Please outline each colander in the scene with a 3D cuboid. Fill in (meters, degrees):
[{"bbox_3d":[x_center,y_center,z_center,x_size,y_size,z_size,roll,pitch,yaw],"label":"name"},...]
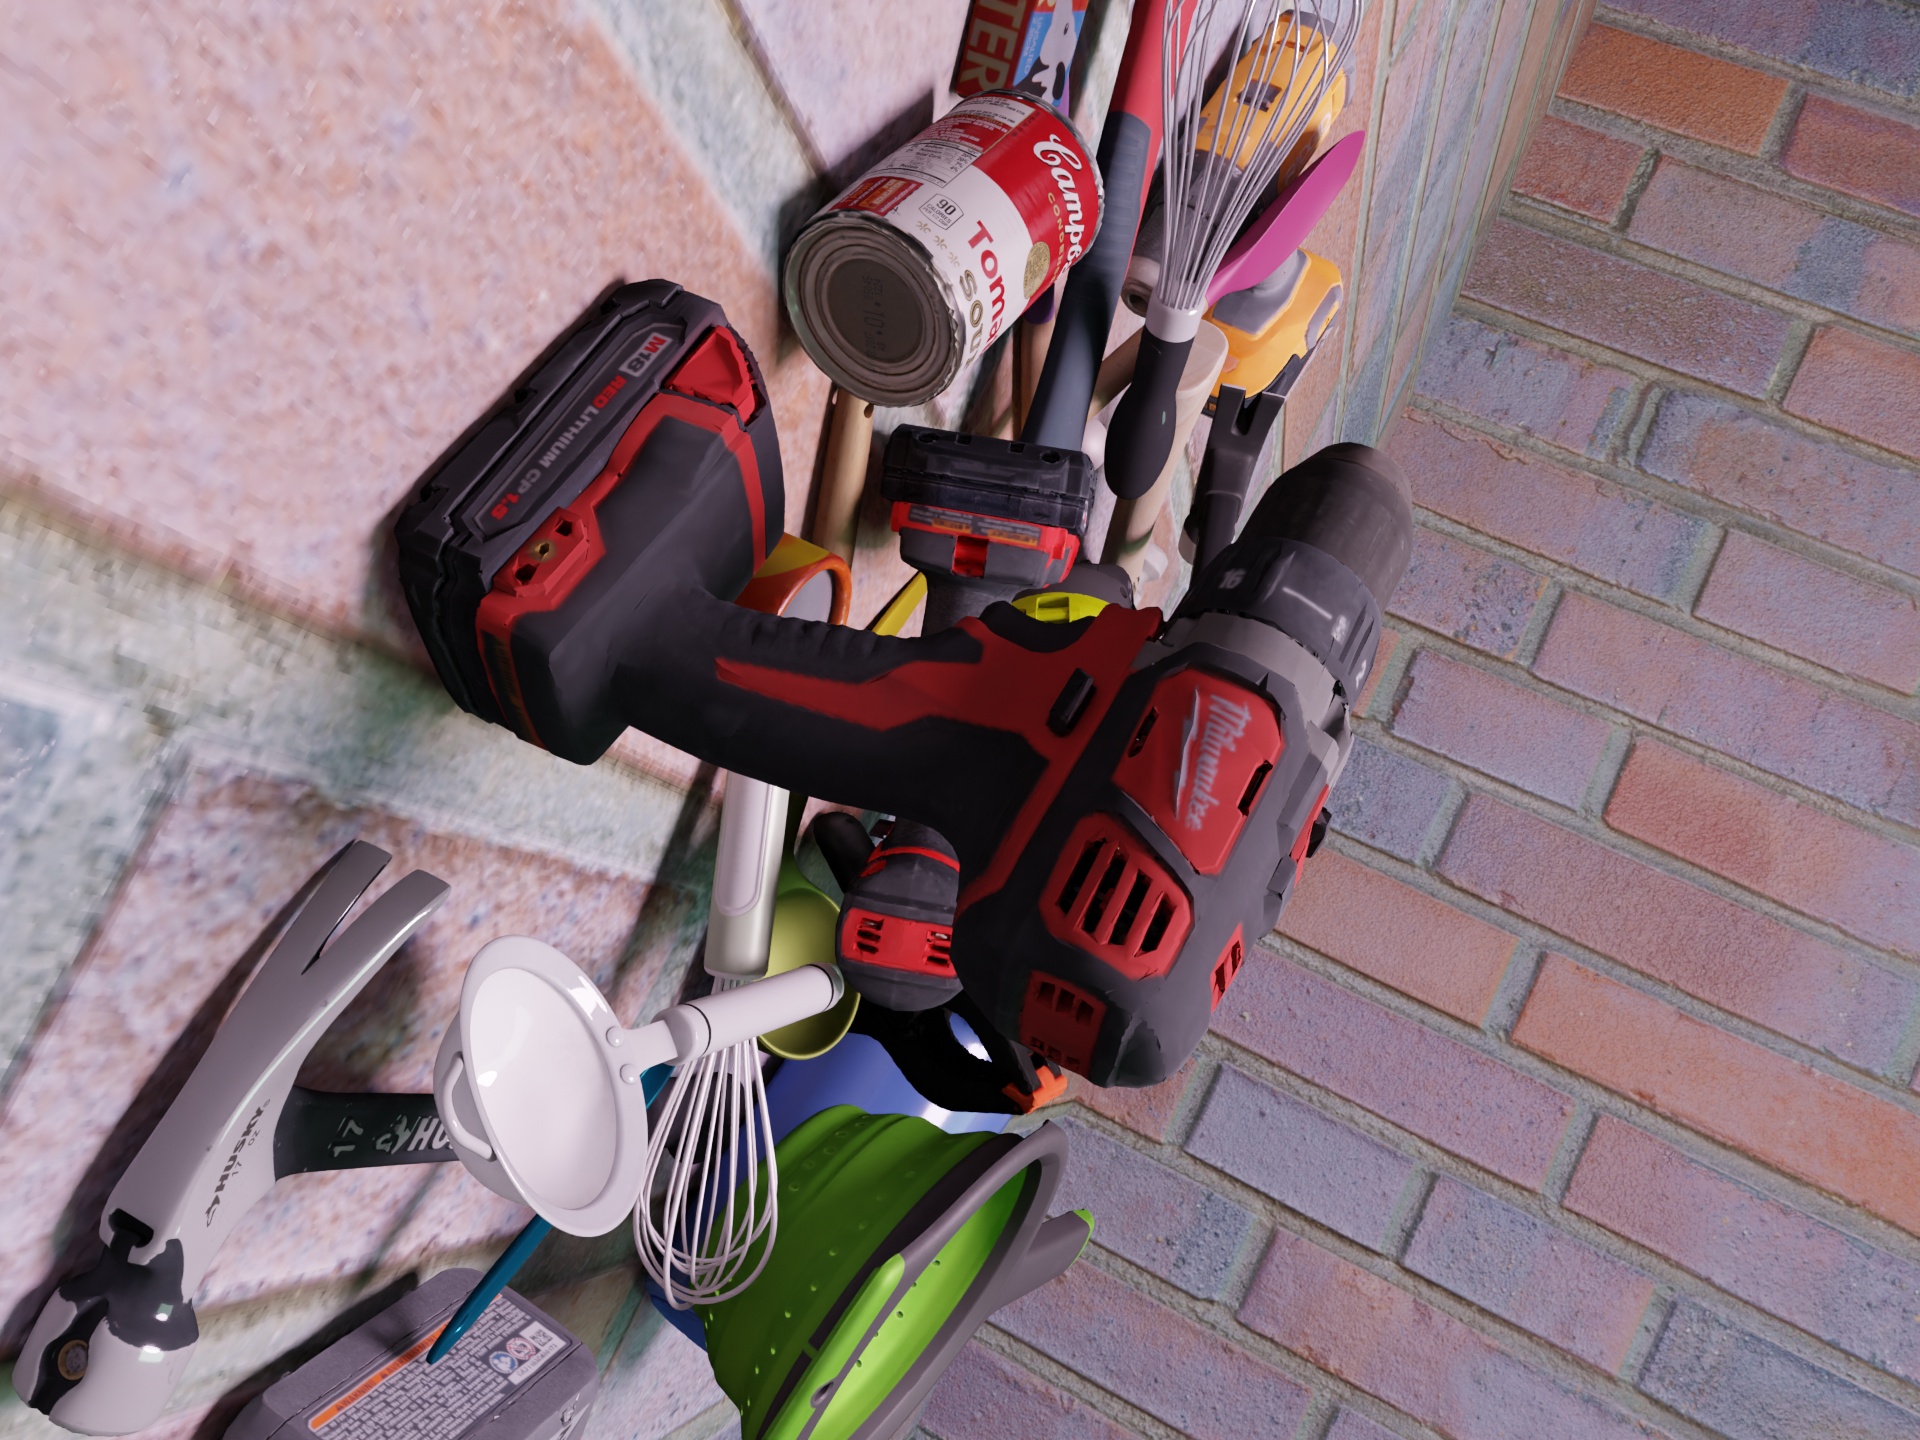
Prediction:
[{"bbox_3d":[-0.023,0.250,0.763,0.204,0.094,0.396,-57,159,2],"label":"colander"}]

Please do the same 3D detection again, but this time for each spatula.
[{"bbox_3d":[0.035,-0.170,0.743,0.060,0.018,0.315,-59,163,-24],"label":"spatula"}]

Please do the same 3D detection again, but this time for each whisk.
[{"bbox_3d":[-0.088,0.104,0.612,0.059,0.058,0.246,5,92,-74],"label":"whisk"},{"bbox_3d":[0.091,-0.188,0.629,0.070,0.070,0.284,-55,167,-33],"label":"whisk"}]

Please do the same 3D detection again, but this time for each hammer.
[{"bbox_3d":[0.094,-0.104,0.911,0.146,0.038,0.410,-61,173,-12],"label":"hammer"},{"bbox_3d":[0.081,-0.263,0.665,0.143,0.038,0.386,-43,151,-61],"label":"hammer"},{"bbox_3d":[0.120,-0.026,0.818,0.146,0.035,0.335,97,7,-54],"label":"hammer"},{"bbox_3d":[-0.150,0.140,0.573,0.149,0.036,0.408,-64,166,-7],"label":"hammer"}]

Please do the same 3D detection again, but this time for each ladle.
[{"bbox_3d":[-0.055,0.010,0.653,0.078,0.062,0.320,-33,144,-49],"label":"ladle"}]

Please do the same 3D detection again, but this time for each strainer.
[{"bbox_3d":[-0.095,0.104,0.508,0.050,0.087,0.258,-25,171,20],"label":"strainer"}]

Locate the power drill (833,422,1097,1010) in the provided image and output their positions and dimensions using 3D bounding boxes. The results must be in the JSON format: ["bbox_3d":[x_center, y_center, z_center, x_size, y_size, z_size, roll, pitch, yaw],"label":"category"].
[{"bbox_3d":[-0.001,-0.002,0.651,0.143,0.078,0.219,-34,134,-83],"label":"power drill"}]

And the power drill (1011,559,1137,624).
[{"bbox_3d":[0.055,0.048,0.842,0.190,0.080,0.229,75,17,-52],"label":"power drill"}]

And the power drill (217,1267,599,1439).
[{"bbox_3d":[-0.220,0.315,0.528,0.226,0.084,0.164,-64,165,14],"label":"power drill"}]

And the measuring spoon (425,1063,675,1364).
[{"bbox_3d":[-0.142,0.156,0.537,0.129,0.021,0.042,-52,169,-19],"label":"measuring spoon"}]

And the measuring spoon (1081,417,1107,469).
[{"bbox_3d":[0.054,-0.114,0.900,0.124,0.018,0.034,-63,166,-5],"label":"measuring spoon"}]

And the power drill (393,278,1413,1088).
[{"bbox_3d":[-0.004,-0.032,0.414,0.188,0.227,0.080,-56,163,-29],"label":"power drill"}]

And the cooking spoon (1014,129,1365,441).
[{"bbox_3d":[0.100,-0.193,0.785,0.319,0.017,0.068,-44,165,-19],"label":"cooking spoon"}]

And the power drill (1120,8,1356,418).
[{"bbox_3d":[0.154,-0.256,0.906,0.185,0.084,0.226,-56,160,-15],"label":"power drill"}]

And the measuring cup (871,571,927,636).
[{"bbox_3d":[-0.009,-0.057,0.749,0.157,0.029,0.062,-54,162,-41],"label":"measuring cup"}]
